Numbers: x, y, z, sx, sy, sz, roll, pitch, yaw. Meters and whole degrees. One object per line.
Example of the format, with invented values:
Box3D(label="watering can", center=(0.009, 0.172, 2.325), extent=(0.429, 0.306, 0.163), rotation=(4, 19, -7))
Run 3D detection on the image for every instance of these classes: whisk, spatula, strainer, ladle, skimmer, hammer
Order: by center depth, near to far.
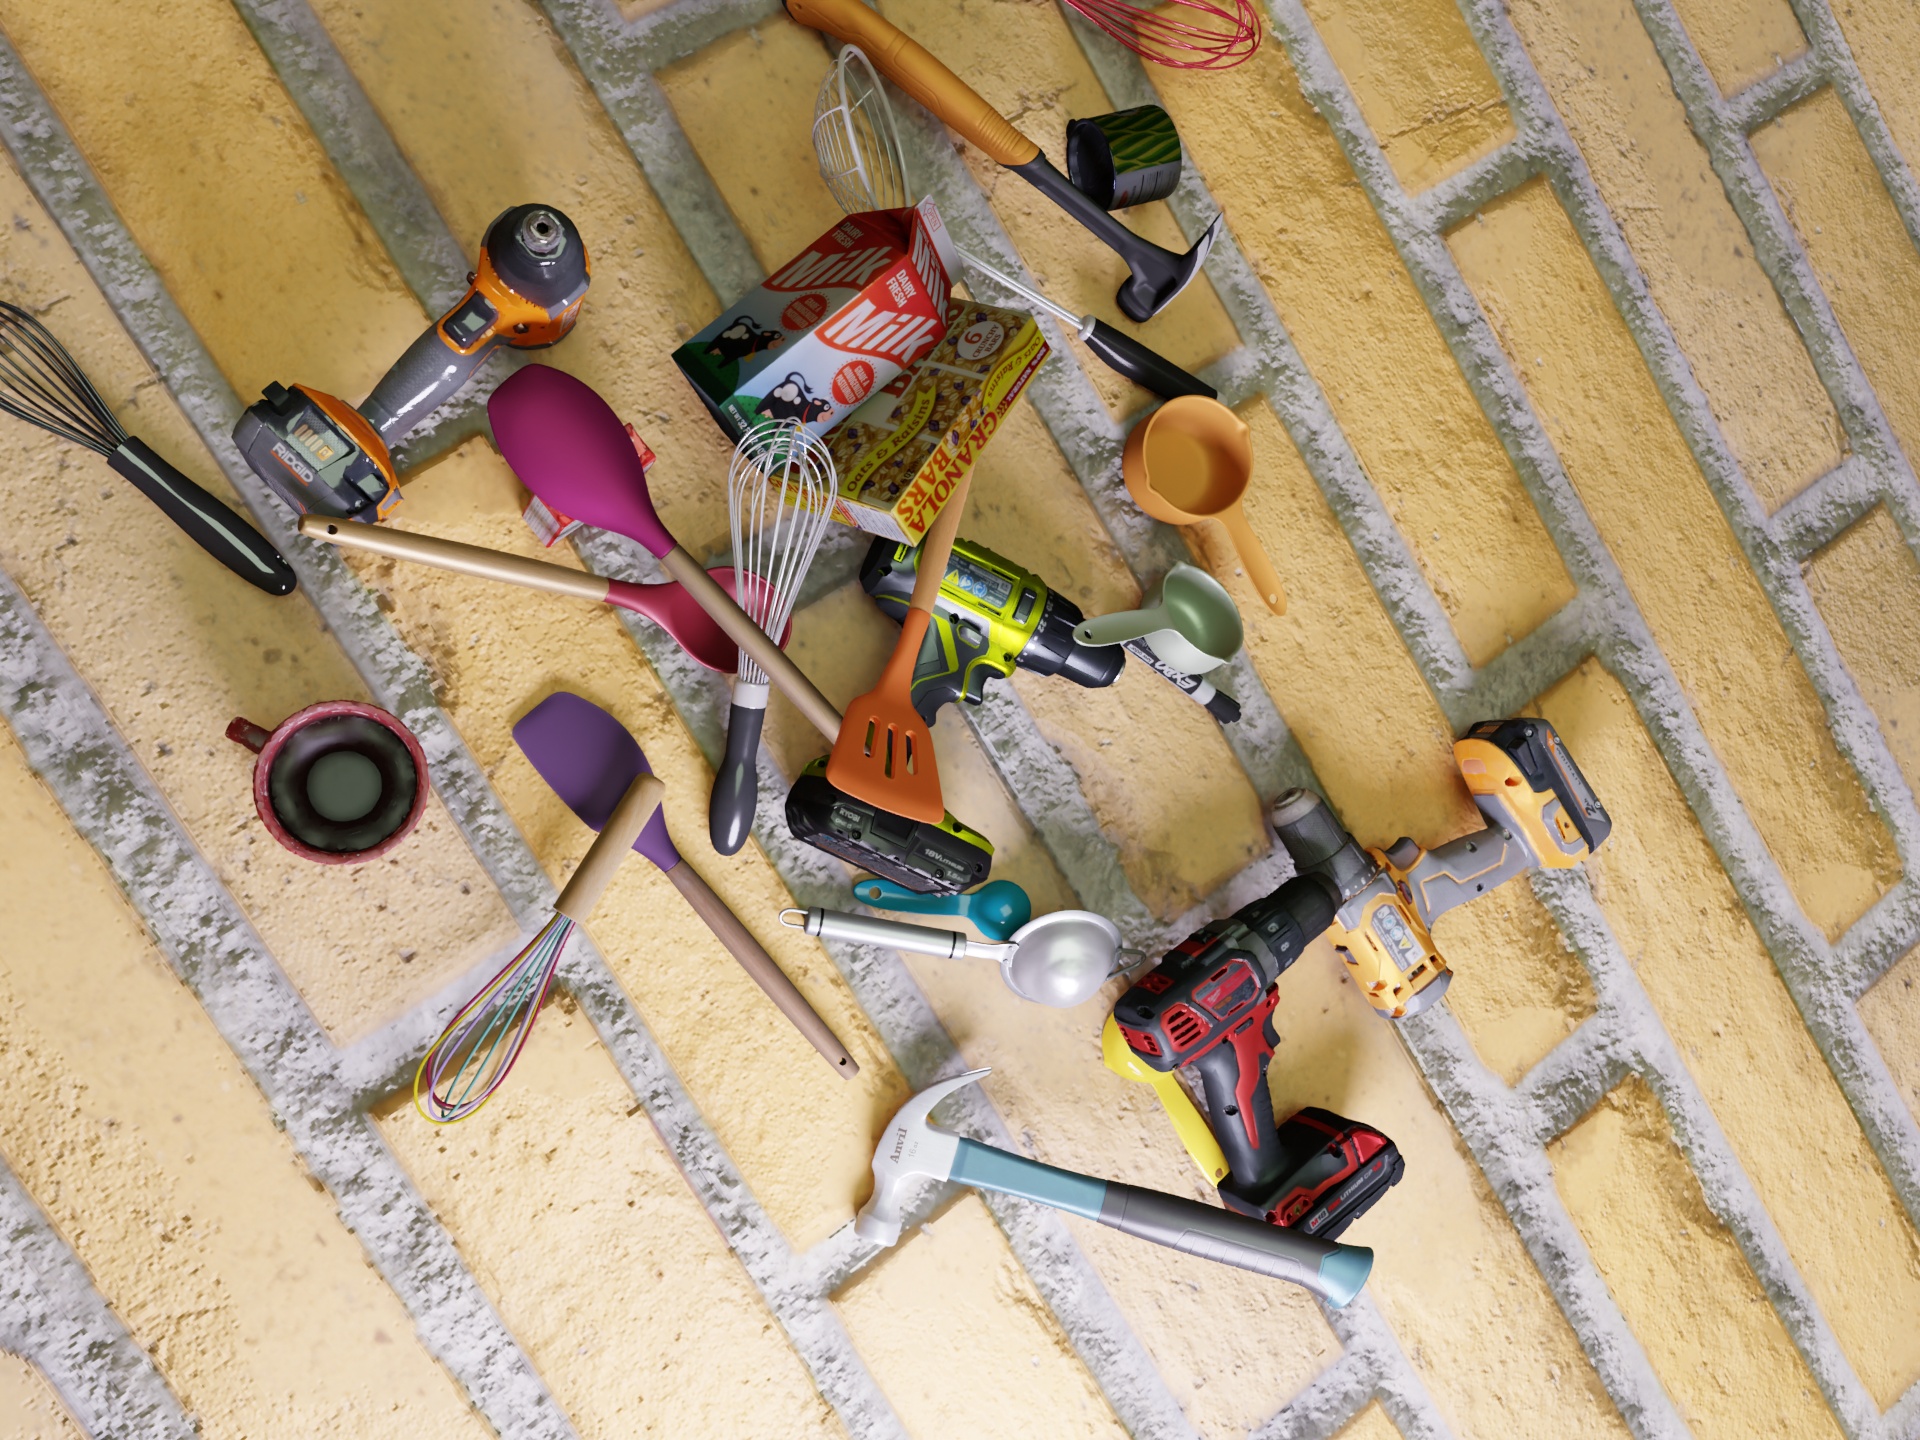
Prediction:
Box3D(label="whisk", center=(-0.482, -0.155, 0.916), extent=(0.238, 0.055, 0.055), rotation=(43, 74, -16))
Box3D(label="ladle", center=(-0.237, -0.082, 0.954), extent=(0.315, 0.031, 0.069), rotation=(11, 88, -41))
Box3D(label="whisk", center=(-0.255, 0.137, 0.971), extent=(0.047, 0.051, 0.245), rotation=(32, 79, -8))
Box3D(label="whisk", center=(-0.127, -0.049, 1.001), extent=(0.070, 0.070, 0.284), rotation=(6, 104, -19))
Box3D(label="spatula", center=(-0.015, -0.092, 1.008), extent=(0.081, 0.041, 0.323), rotation=(23, 70, -23))
Box3D(label="spatula", center=(-0.167, 0.111, 1.024), extent=(0.060, 0.018, 0.316), rotation=(-41, 99, -15))
Box3D(label="hammer", center=(0.105, 0.320, 1.044), extent=(0.331, 0.033, 0.128), rotation=(16, 82, 2))
Box3D(label="strainer", center=(0.005, 0.154, 1.063), extent=(0.258, 0.050, 0.086), rotation=(11, 122, -10))
Box3D(label="hammer", center=(0.024, -0.402, 1.083), extent=(0.336, 0.127, 0.034), rotation=(36, 74, -8))
Box3D(label="skimmer", center=(0.053, -0.322, 1.092), extent=(0.363, 0.090, 0.127), rotation=(27, 40, -19))
Box3D(label="whisk", center=(0.079, -0.525, 1.135), extent=(0.295, 0.073, 0.073), rotation=(10, 83, -13))

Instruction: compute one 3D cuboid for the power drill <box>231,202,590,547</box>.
Box3D(label="power drill", center=(-0.306, -0.209, 0.920), extent=(0.084, 0.164, 0.226), rotation=(46, 76, -12))

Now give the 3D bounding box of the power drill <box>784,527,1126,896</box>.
Box3D(label="power drill", center=(-0.002, -0.003, 1.057), extent=(0.190, 0.080, 0.228), rotation=(26, 73, -15))

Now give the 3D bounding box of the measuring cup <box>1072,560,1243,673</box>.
Box3D(label="measuring cup", center=(0.128, -0.062, 1.100), extent=(0.167, 0.038, 0.083), rotation=(-12, 72, -41))

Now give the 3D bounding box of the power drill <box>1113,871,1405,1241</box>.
Box3D(label="power drill", center=(0.223, 0.233, 1.105), extent=(0.188, 0.080, 0.226), rotation=(-33, 105, -22))

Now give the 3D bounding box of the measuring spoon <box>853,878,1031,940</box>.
Box3D(label="measuring spoon", center=(-0.009, 0.124, 1.076), extent=(0.128, 0.021, 0.042), rotation=(10, 83, -19))

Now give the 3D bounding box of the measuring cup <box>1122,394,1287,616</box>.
Box3D(label="measuring cup", center=(0.180, -0.148, 1.147), extent=(0.095, 0.052, 0.173), rotation=(-33, 99, -18))

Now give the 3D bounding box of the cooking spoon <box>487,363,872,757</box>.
Box3D(label="cooking spoon", center=(-0.155, -0.082, 0.948), extent=(0.069, 0.017, 0.318), rotation=(-46, 103, -14))

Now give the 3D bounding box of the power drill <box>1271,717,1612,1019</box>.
Box3D(label="power drill", center=(0.348, 0.084, 1.178), extent=(0.226, 0.084, 0.185), rotation=(-36, 97, -13))

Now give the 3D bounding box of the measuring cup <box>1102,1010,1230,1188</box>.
Box3D(label="measuring cup", center=(0.156, 0.268, 1.120), extent=(0.062, 0.029, 0.156), rotation=(-33, 96, -18))
